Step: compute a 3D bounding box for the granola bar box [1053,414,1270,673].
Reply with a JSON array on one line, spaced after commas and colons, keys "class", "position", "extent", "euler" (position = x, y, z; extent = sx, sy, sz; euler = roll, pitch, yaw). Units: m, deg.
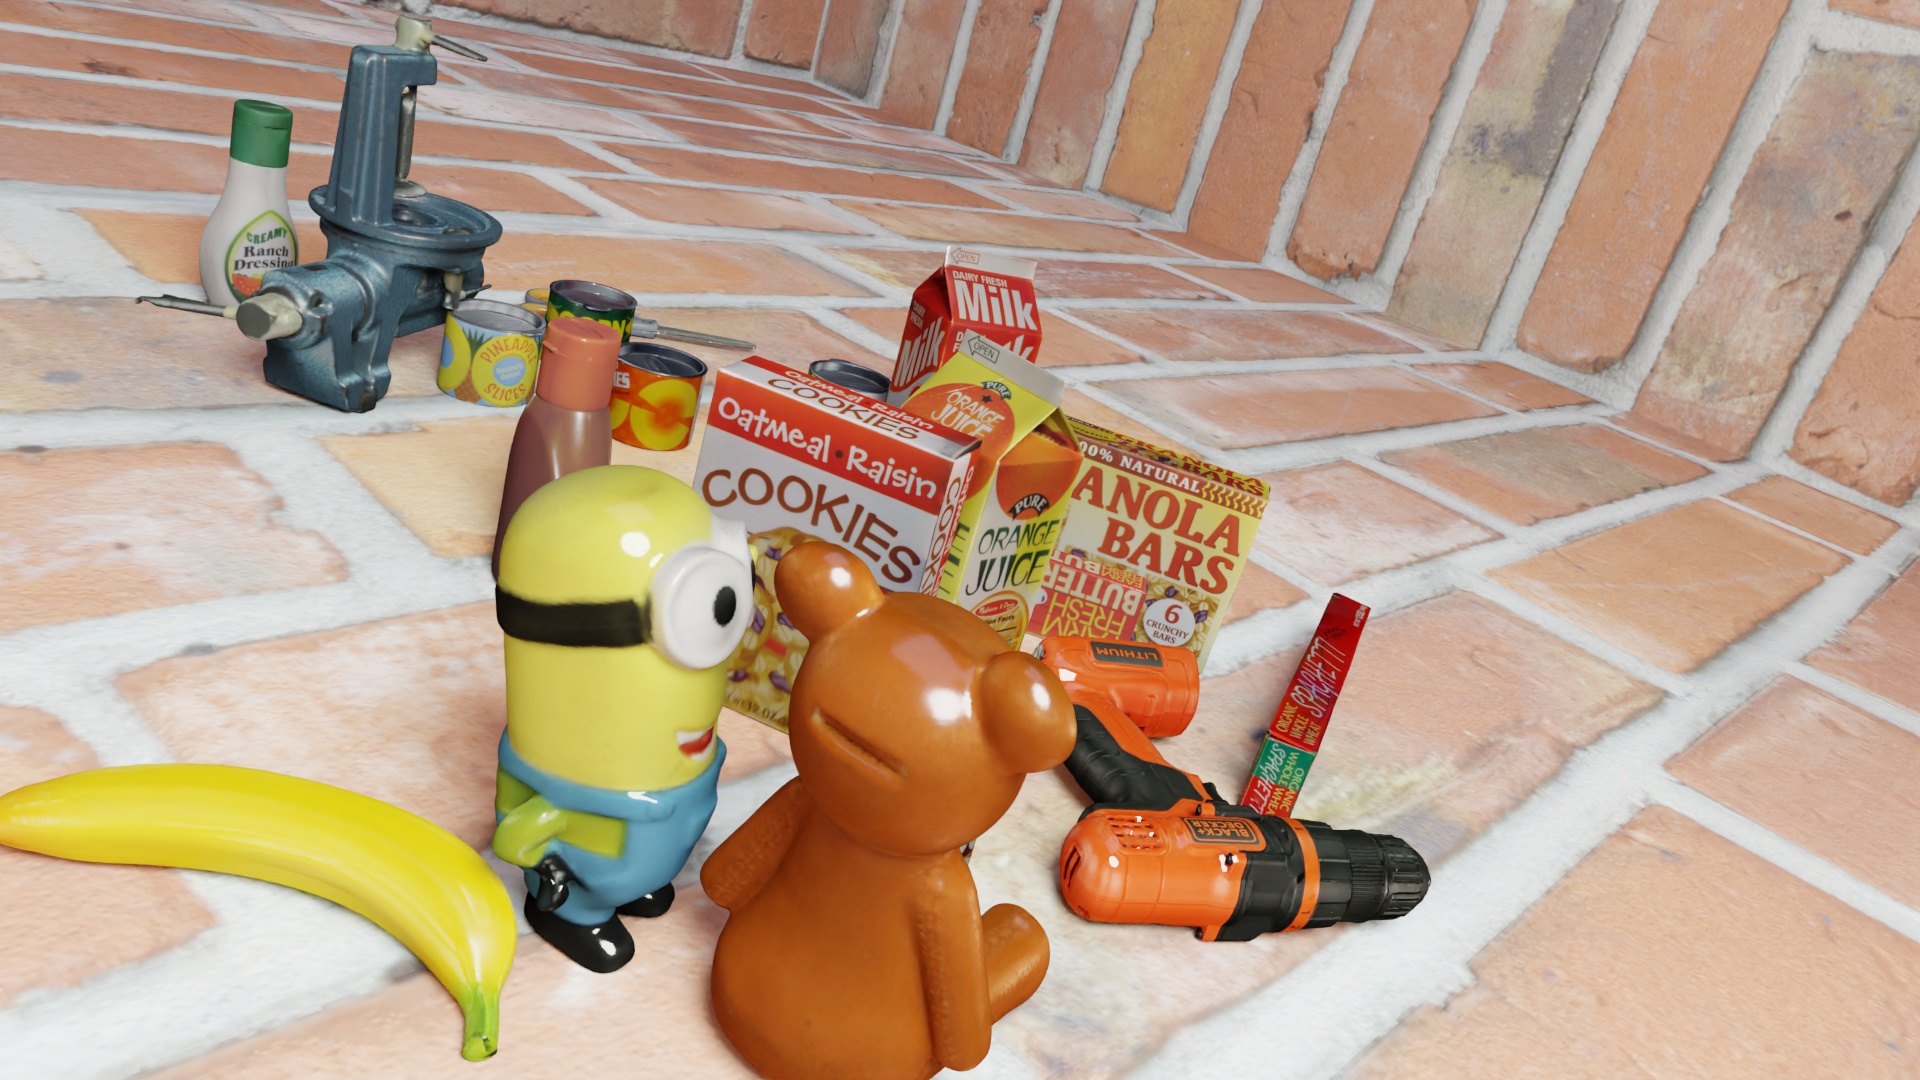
[{"class": "granola bar box", "position": [0.096, -0.003, 0.879], "extent": [0.166, 0.123, 0.039], "euler": [20, 22, 9]}]

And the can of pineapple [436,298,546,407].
[{"class": "can of pineapple", "position": [-0.327, -0.130, 0.970], "extent": [0.071, 0.057, 0.071], "euler": [14, 22, -6]}]

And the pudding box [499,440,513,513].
[{"class": "pudding box", "position": [-0.251, -0.047, 0.835], "extent": [0.030, 0.049, 0.084], "euler": [12, 22, -11]}]

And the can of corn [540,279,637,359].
[{"class": "can of corn", "position": [-0.288, -0.163, 1.074], "extent": [0.071, 0.058, 0.071], "euler": [14, 22, -6]}]

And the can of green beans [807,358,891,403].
[{"class": "can of green beans", "position": [-0.090, -0.100, 1.066], "extent": [0.071, 0.057, 0.071], "euler": [14, 22, -6]}]

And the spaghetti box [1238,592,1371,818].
[{"class": "spaghetti box", "position": [0.209, 0.093, 0.828], "extent": [0.029, 0.050, 0.251], "euler": [23, 23, 15]}]

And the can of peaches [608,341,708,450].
[{"class": "can of peaches", "position": [-0.219, -0.102, 0.978], "extent": [0.071, 0.057, 0.071], "euler": [14, 22, -6]}]

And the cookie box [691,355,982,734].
[{"class": "cookie box", "position": [-0.072, 0.010, 0.671], "extent": [0.123, 0.166, 0.040], "euler": [22, 22, 13]}]

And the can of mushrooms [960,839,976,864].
[{"class": "can of mushrooms", "position": [-0.026, 0.122, 0.614], "extent": [0.071, 0.033, 0.071], "euler": [14, 22, -6]}]

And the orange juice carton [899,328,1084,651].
[{"class": "orange juice carton", "position": [0.003, -0.009, 0.735], "extent": [0.072, 0.191, 0.073], "euler": [32, 26, 35]}]

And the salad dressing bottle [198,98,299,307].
[{"class": "salad dressing bottle", "position": [-0.493, -0.230, 0.969], "extent": [0.044, 0.147, 0.064], "euler": [28, 24, 27]}]

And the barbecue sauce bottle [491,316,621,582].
[{"class": "barbecue sauce bottle", "position": [-0.207, -0.040, 0.719], "extent": [0.044, 0.148, 0.065], "euler": [-7, 31, -46]}]

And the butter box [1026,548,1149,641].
[{"class": "butter box", "position": [0.059, 0.034, 0.858], "extent": [0.103, 0.053, 0.024], "euler": [18, 22, 3]}]

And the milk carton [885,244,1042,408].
[{"class": "milk carton", "position": [-0.002, -0.110, 0.974], "extent": [0.072, 0.189, 0.074], "euler": [5, 24, -28]}]
